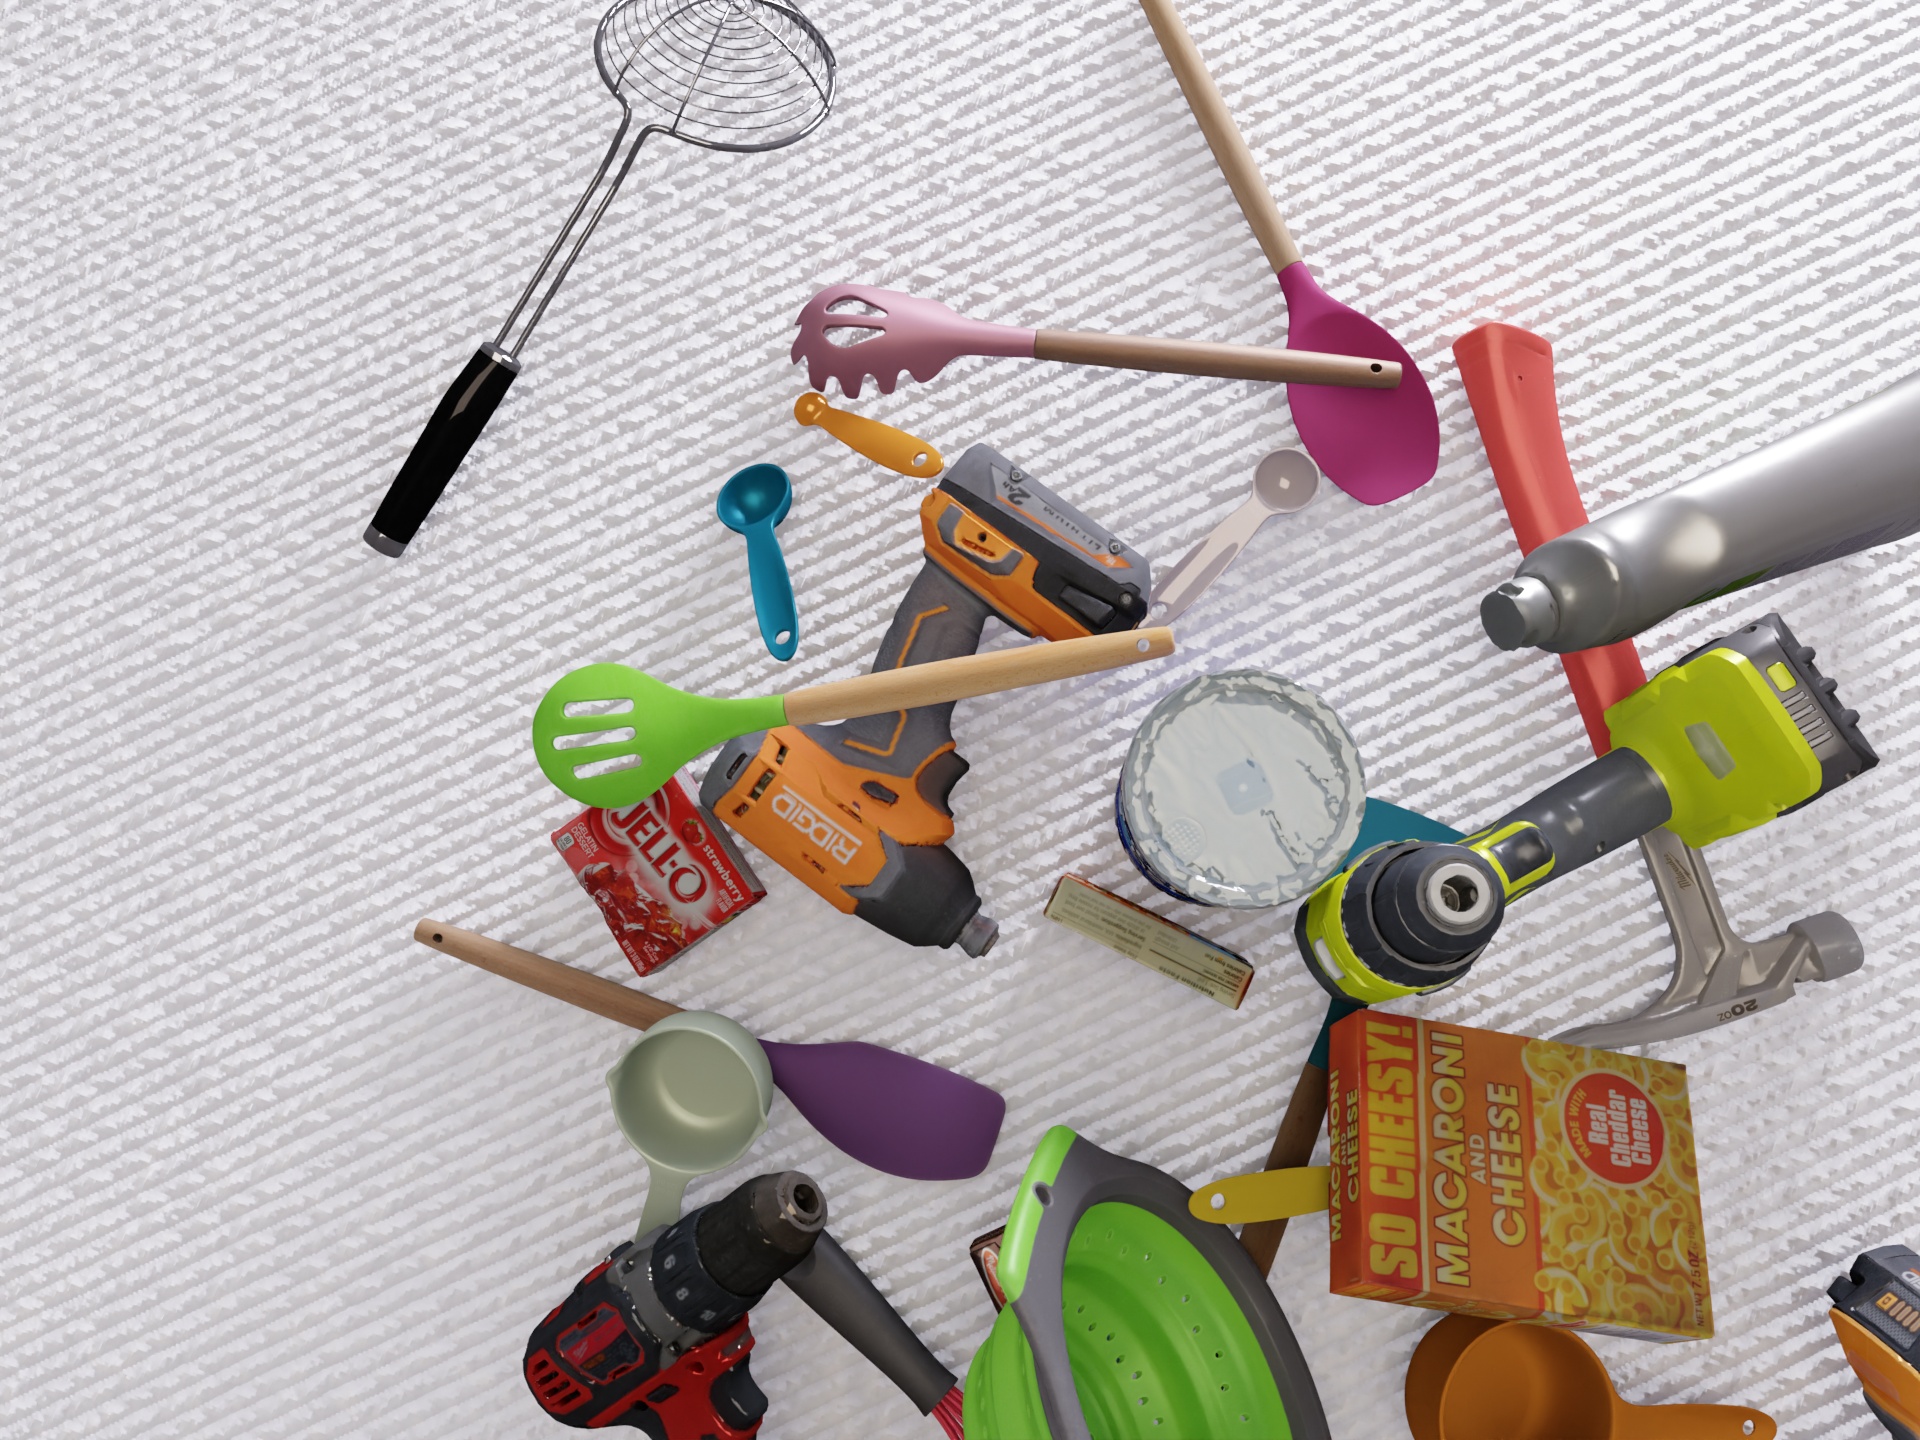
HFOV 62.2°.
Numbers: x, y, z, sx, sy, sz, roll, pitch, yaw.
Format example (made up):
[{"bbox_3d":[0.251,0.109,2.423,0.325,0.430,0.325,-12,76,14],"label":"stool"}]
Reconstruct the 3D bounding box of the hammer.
[{"bbox_3d":[0.309,-0.024,0.788,0.149,0.036,0.359,-18,83,2],"label":"hammer"}]

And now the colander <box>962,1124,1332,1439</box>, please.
[{"bbox_3d":[0.119,0.365,0.692,0.094,0.204,0.397,-35,98,26],"label":"colander"}]

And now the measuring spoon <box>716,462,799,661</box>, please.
[{"bbox_3d":[-0.095,-0.077,0.808,0.042,0.021,0.129,-22,56,10],"label":"measuring spoon"}]

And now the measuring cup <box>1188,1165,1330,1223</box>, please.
[{"bbox_3d":[0.178,0.217,0.752,0.156,0.029,0.062,-4,83,-13],"label":"measuring cup"}]

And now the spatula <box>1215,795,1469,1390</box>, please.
[{"bbox_3d":[0.169,0.193,0.780,0.082,0.044,0.317,20,90,5],"label":"spatula"}]

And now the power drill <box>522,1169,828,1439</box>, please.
[{"bbox_3d":[-0.084,0.328,0.725,0.188,0.080,0.227,-41,80,26],"label":"power drill"}]

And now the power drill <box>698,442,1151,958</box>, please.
[{"bbox_3d":[-0.001,-0.003,0.786,0.164,0.084,0.226,37,91,7],"label":"power drill"}]

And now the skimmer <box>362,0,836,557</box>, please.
[{"bbox_3d":[-0.201,-0.241,0.853,0.127,0.090,0.363,35,97,4],"label":"skimmer"}]

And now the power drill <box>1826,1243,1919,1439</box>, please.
[{"bbox_3d":[0.364,0.336,0.695,0.226,0.084,0.185,-43,108,0],"label":"power drill"}]

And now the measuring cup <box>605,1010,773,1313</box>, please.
[{"bbox_3d":[-0.139,0.221,0.791,0.083,0.038,0.167,16,105,6],"label":"measuring cup"}]

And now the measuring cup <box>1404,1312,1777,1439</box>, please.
[{"bbox_3d":[0.292,0.322,0.745,0.173,0.052,0.095,8,81,-12],"label":"measuring cup"}]

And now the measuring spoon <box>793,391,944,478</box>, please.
[{"bbox_3d":[-0.049,-0.147,0.808,0.117,0.011,0.021,32,84,40],"label":"measuring spoon"}]

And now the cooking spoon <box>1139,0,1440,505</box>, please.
[{"bbox_3d":[0.162,-0.259,0.834,0.069,0.017,0.319,-25,83,7],"label":"cooking spoon"}]

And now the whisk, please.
[{"bbox_3d":[0.004,0.338,0.758,0.296,0.073,0.073,42,88,14],"label":"whisk"}]

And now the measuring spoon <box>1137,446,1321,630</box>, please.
[{"bbox_3d":[0.136,-0.090,0.821,0.034,0.018,0.124,45,95,7],"label":"measuring spoon"}]

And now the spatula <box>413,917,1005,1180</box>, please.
[{"bbox_3d":[-0.132,0.161,0.806,0.316,0.018,0.060,20,90,5],"label":"spatula"}]

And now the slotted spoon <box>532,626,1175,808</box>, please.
[{"bbox_3d":[-0.056,-0.012,0.743,0.314,0.031,0.070,-10,92,7],"label":"slotted spoon"}]

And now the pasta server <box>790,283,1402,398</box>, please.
[{"bbox_3d":[0.066,-0.190,0.822,0.316,0.040,0.060,6,84,4],"label":"pasta server"}]

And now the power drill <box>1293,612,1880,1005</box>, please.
[{"bbox_3d":[0.256,0.046,0.673,0.228,0.190,0.080,-28,77,-4],"label":"power drill"}]
